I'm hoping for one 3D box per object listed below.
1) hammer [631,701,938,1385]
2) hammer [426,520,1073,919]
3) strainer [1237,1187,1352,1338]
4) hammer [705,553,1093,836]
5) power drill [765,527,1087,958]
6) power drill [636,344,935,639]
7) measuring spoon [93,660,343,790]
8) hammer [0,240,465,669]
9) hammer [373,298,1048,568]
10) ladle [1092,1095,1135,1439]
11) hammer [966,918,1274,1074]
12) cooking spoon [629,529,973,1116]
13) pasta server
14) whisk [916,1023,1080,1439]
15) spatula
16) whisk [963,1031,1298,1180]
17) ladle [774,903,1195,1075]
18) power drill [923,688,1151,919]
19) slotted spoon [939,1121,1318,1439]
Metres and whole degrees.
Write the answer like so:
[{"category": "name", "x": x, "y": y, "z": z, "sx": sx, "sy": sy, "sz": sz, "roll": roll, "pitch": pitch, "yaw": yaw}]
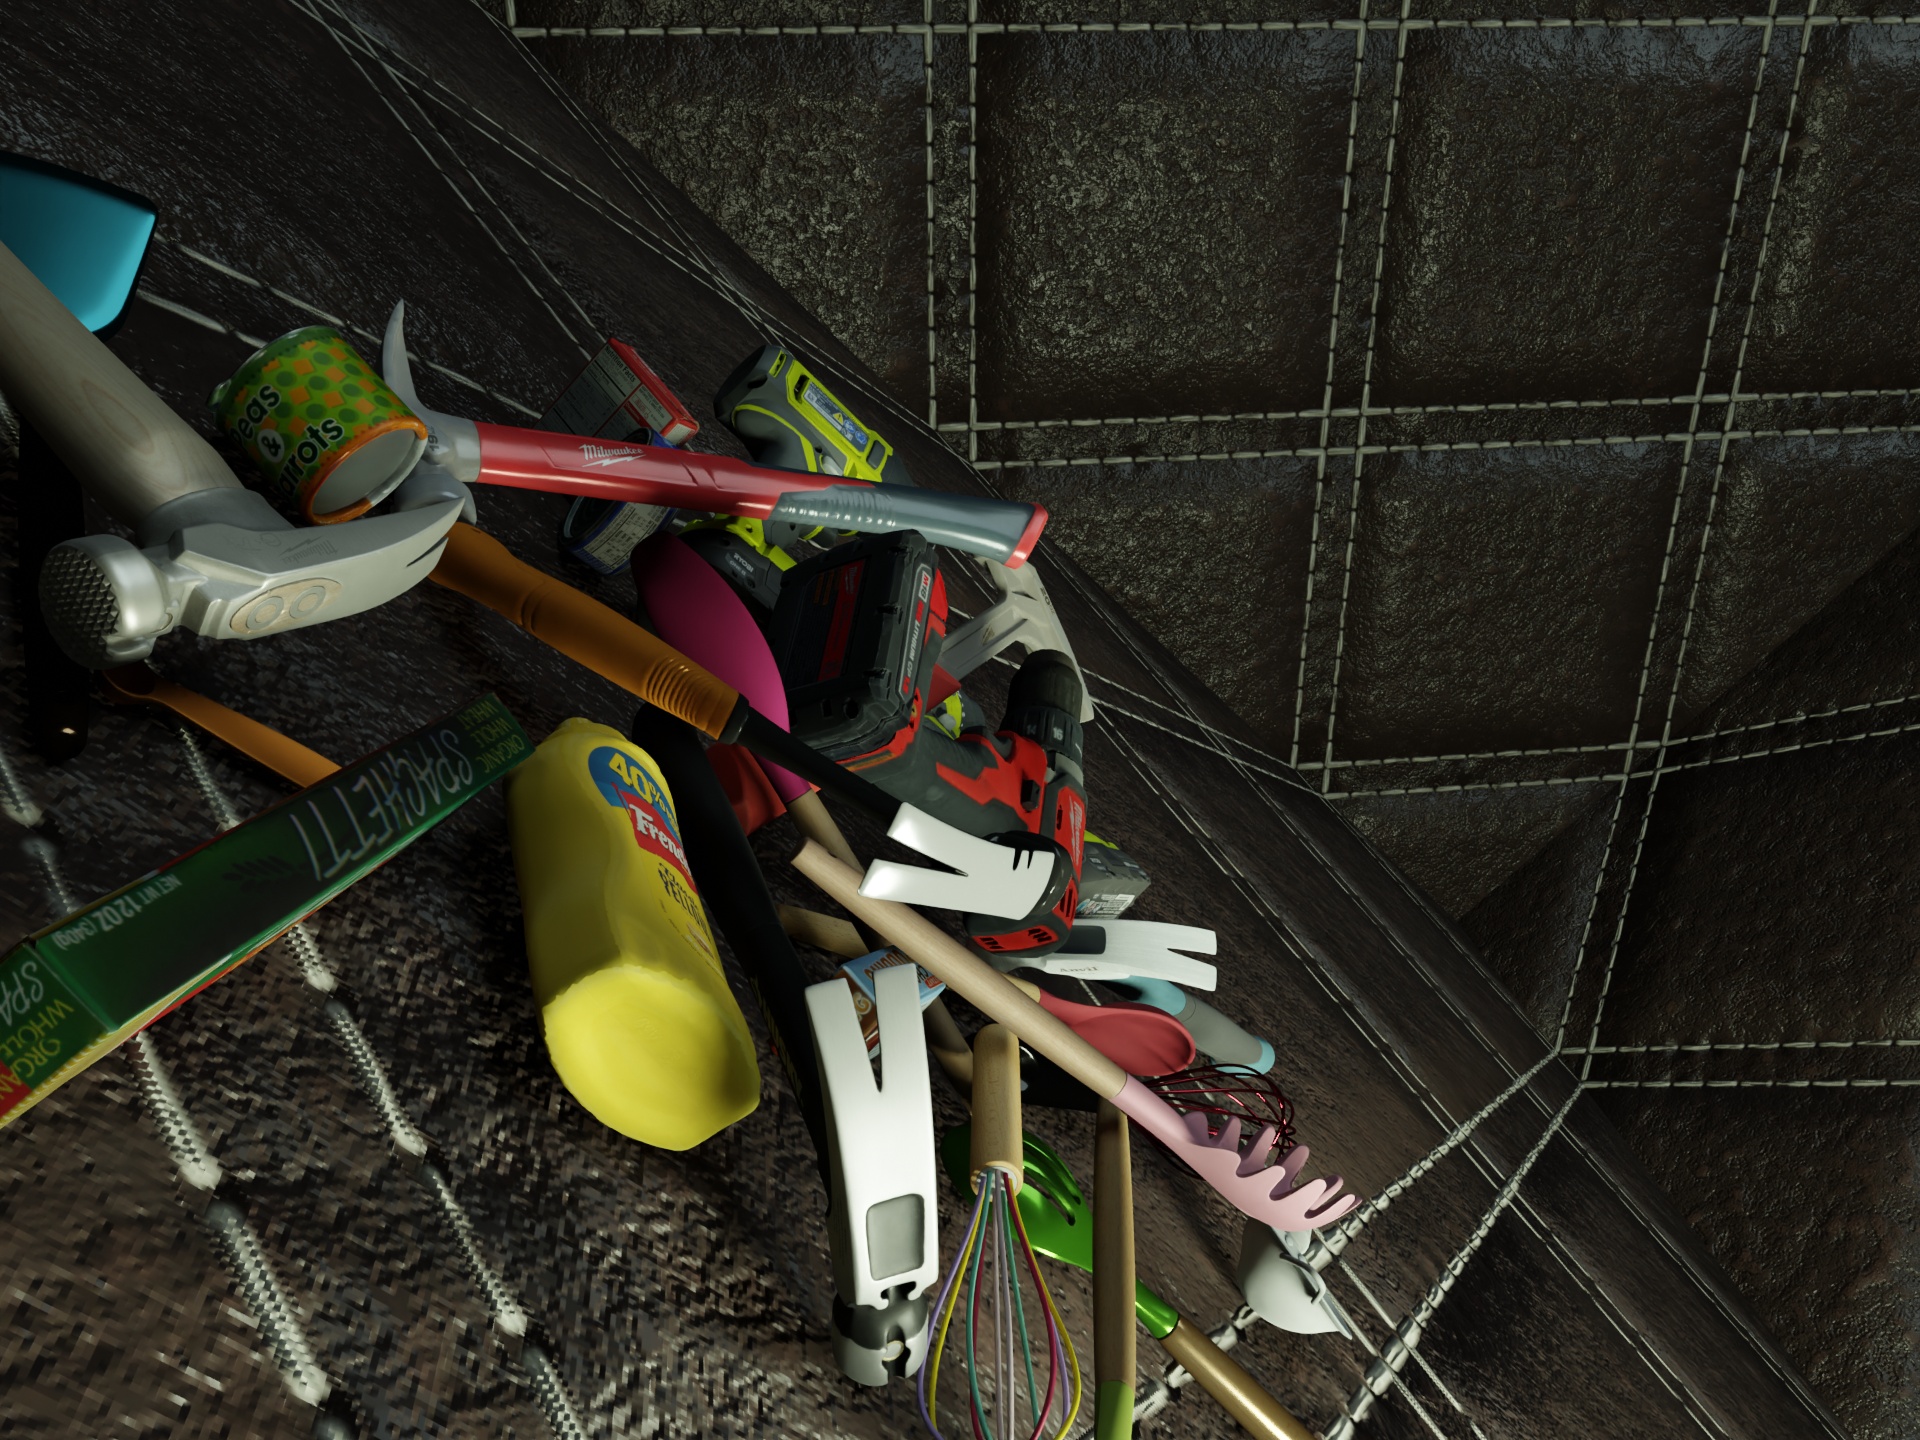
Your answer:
[{"category": "hammer", "x": -0.080, "y": 0.077, "z": 0.616, "sx": 0.035, "sy": 0.146, "sz": 0.335, "roll": -10, "pitch": 31, "yaw": -19}, {"category": "hammer", "x": -0.115, "y": -0.012, "z": 0.650, "sx": 0.337, "sy": 0.034, "sz": 0.127, "roll": 28, "pitch": 5, "yaw": 29}, {"category": "strainer", "x": 0.188, "y": 0.298, "z": 0.902, "sx": 0.087, "sy": 0.050, "sz": 0.258, "roll": 55, "pitch": 9, "yaw": 13}, {"category": "hammer", "x": -0.029, "y": -0.007, "z": 0.896, "sx": 0.359, "sy": 0.037, "sz": 0.149, "roll": -37, "pitch": 107, "yaw": -56}, {"category": "power drill", "x": -0.001, "y": -0.003, "z": 0.834, "sx": 0.226, "sy": 0.080, "sz": 0.188, "roll": 46, "pitch": 41, "yaw": -41}, {"category": "power drill", "x": -0.095, "y": -0.109, "z": 0.971, "sx": 0.171, "sy": 0.080, "sz": 0.223, "roll": 42, "pitch": 40, "yaw": -23}, {"category": "measuring spoon", "x": -0.232, "y": 0.012, "z": 0.525, "sx": 0.116, "sy": 0.011, "sz": 0.021, "roll": 39, "pitch": 19, "yaw": -40}, {"category": "hammer", "x": -0.353, "y": -0.175, "z": 0.547, "sx": 0.411, "sy": 0.038, "sz": 0.146, "roll": 43, "pitch": 30, "yaw": 11}, {"category": "hammer", "x": -0.120, "y": -0.138, "z": 0.872, "sx": 0.386, "sy": 0.038, "sz": 0.143, "roll": 3, "pitch": 51, "yaw": -34}, {"category": "ladle", "x": 0.069, "y": 0.233, "z": 0.609, "sx": 0.078, "sy": 0.062, "sz": 0.320, "roll": 50, "pitch": 17, "yaw": -14}, {"category": "hammer", "x": 0.131, "y": 0.179, "z": 0.996, "sx": 0.330, "sy": 0.128, "sz": 0.033, "roll": 40, "pitch": 49, "yaw": -55}, {"category": "cooking spoon", "x": -0.061, "y": 0.056, "z": 0.725, "sx": 0.017, "sy": 0.069, "sz": 0.319, "roll": -37, "pitch": 100, "yaw": -41}, {"category": "pasta server", "x": 0.055, "y": 0.143, "z": 0.715, "sx": 0.316, "sy": 0.040, "sz": 0.060, "roll": 38, "pitch": 1, "yaw": -15}, {"category": "whisk", "x": 0.018, "y": 0.196, "z": 0.623, "sx": 0.051, "sy": 0.047, "sz": 0.245, "roll": 44, "pitch": 17, "yaw": -16}, {"category": "spatula", "x": -0.312, "y": -0.103, "z": 0.545, "sx": 0.082, "sy": 0.044, "sz": 0.318, "roll": 9, "pitch": 36, "yaw": -38}, {"category": "whisk", "x": 0.097, "y": 0.206, "z": 0.861, "sx": 0.295, "sy": 0.073, "sz": 0.073, "roll": 26, "pitch": 23, "yaw": -43}, {"category": "ladle", "x": 0.019, "y": 0.142, "z": 0.838, "sx": 0.315, "sy": 0.069, "sz": 0.031, "roll": 26, "pitch": 48, "yaw": -41}, {"category": "power drill", "x": 0.016, "y": 0.049, "z": 1.049, "sx": 0.229, "sy": 0.080, "sz": 0.190, "roll": 48, "pitch": 13, "yaw": 22}, {"category": "slotted spoon", "x": 0.111, "y": 0.287, "z": 0.717, "sx": 0.313, "sy": 0.031, "sz": 0.070, "roll": 45, "pitch": 18, "yaw": -8}]
